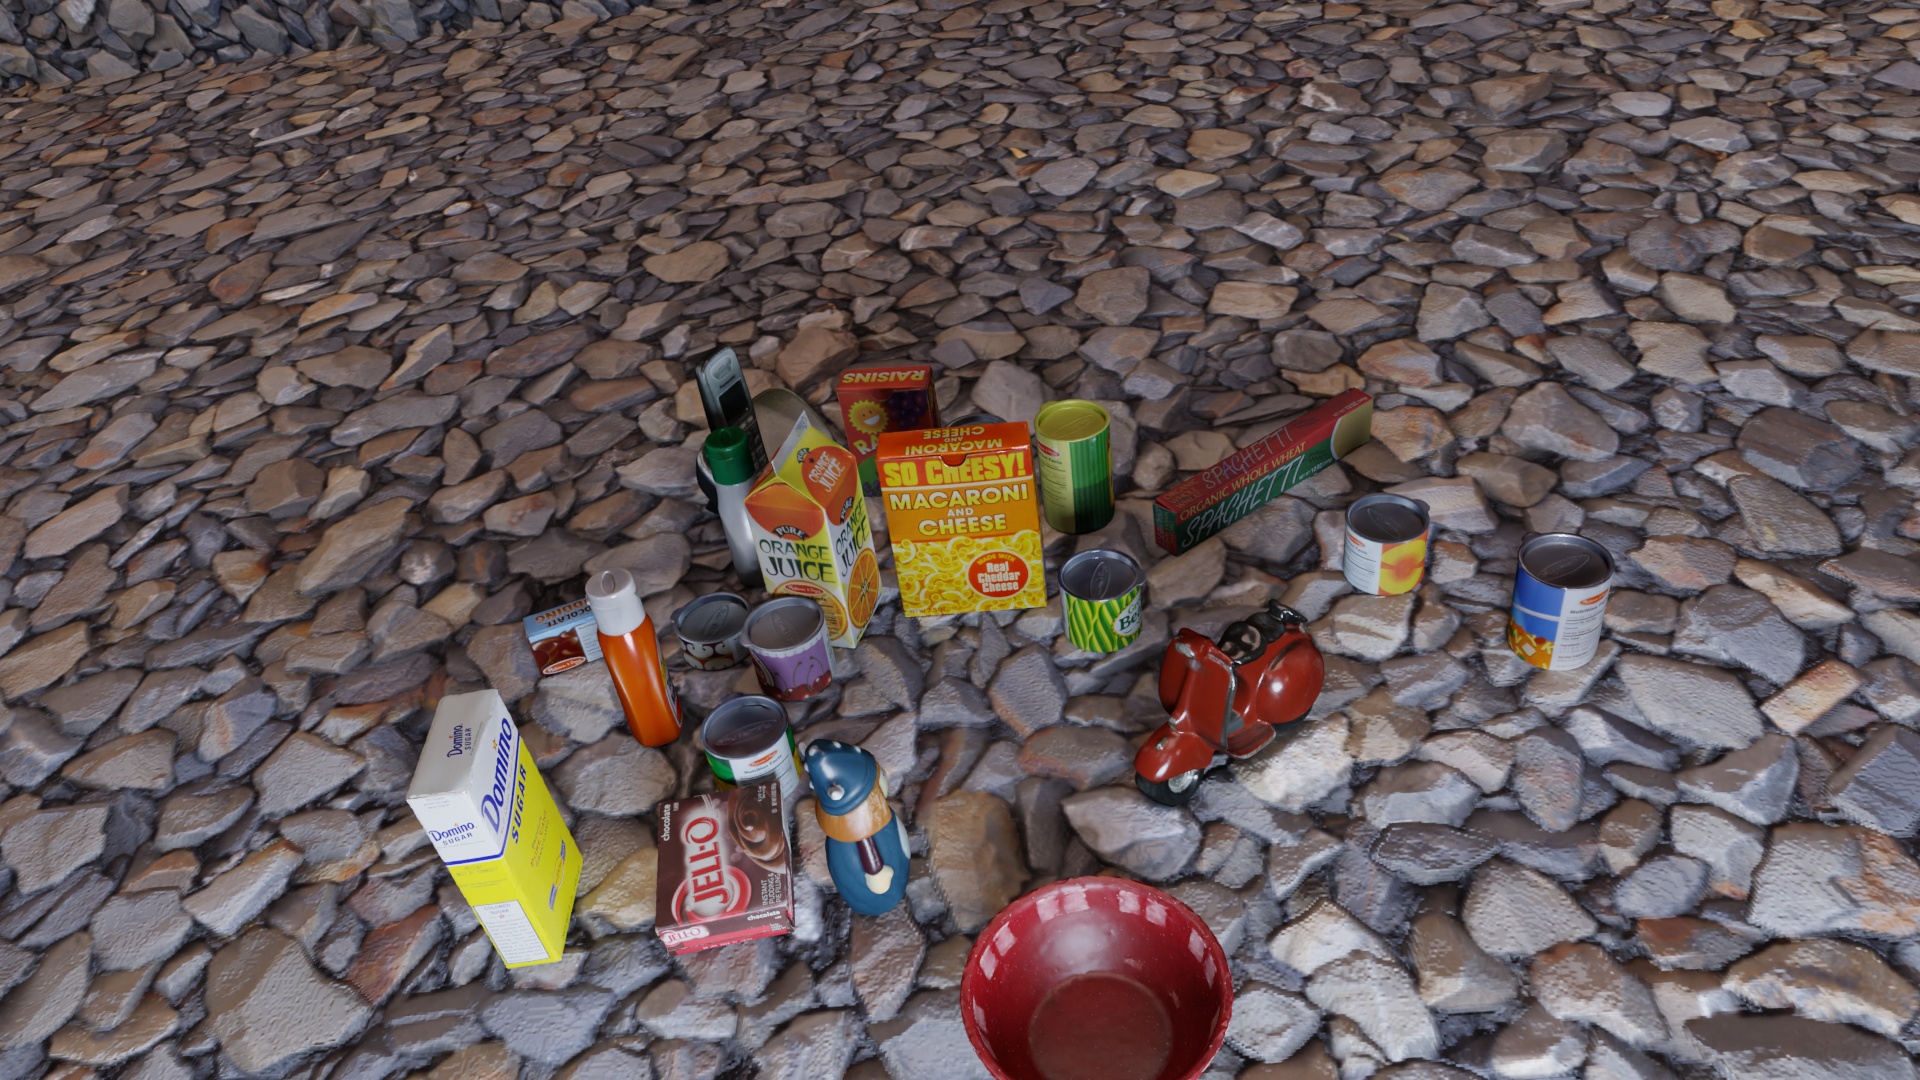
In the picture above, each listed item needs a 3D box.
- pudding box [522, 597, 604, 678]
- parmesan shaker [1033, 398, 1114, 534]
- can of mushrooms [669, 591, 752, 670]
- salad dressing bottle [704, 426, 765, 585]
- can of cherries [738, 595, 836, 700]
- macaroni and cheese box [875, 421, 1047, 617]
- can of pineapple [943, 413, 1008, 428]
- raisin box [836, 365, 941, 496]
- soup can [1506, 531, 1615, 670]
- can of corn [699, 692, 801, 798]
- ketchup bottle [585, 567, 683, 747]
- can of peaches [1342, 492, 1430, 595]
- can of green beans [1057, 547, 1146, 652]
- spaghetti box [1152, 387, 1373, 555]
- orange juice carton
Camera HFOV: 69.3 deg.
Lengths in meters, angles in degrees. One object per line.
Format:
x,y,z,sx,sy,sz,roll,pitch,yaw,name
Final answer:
-0.324,0.078,1.181,0.084,0.049,0.030,-20,39,-14,pudding box
0.102,-0.067,1.240,0.071,0.102,0.072,-5,38,4,parmesan shaker
-0.208,0.076,1.175,0.071,0.033,0.071,-5,38,4,can of mushrooms
-0.189,-0.029,1.212,0.044,0.146,0.064,-16,38,-9,salad dressing bottle
-0.140,0.088,1.126,0.071,0.058,0.072,-5,38,4,can of cherries
0.004,-0.014,1.141,0.124,0.165,0.040,-5,38,5,macaroni and cheese box
0.016,-0.077,1.307,0.071,0.057,0.071,-5,38,4,can of pineapple
-0.062,-0.101,1.298,0.086,0.122,0.040,-1,38,10,raisin box
0.449,0.045,1.048,0.071,0.083,0.072,-5,38,4,soup can
-0.157,0.157,1.042,0.071,0.058,0.071,-5,38,4,can of corn
-0.253,0.089,1.074,0.043,0.148,0.065,-17,39,-10,ketchup bottle
0.351,0.002,1.141,0.071,0.057,0.071,-5,38,4,can of peaches
0.114,0.049,1.128,0.071,0.057,0.071,-5,38,4,can of green beans
0.274,-0.064,1.247,0.251,0.050,0.029,-29,42,-24,spaghetti box
-0.122,-0.008,1.135,0.073,0.191,0.072,6,40,18,orange juice carton
